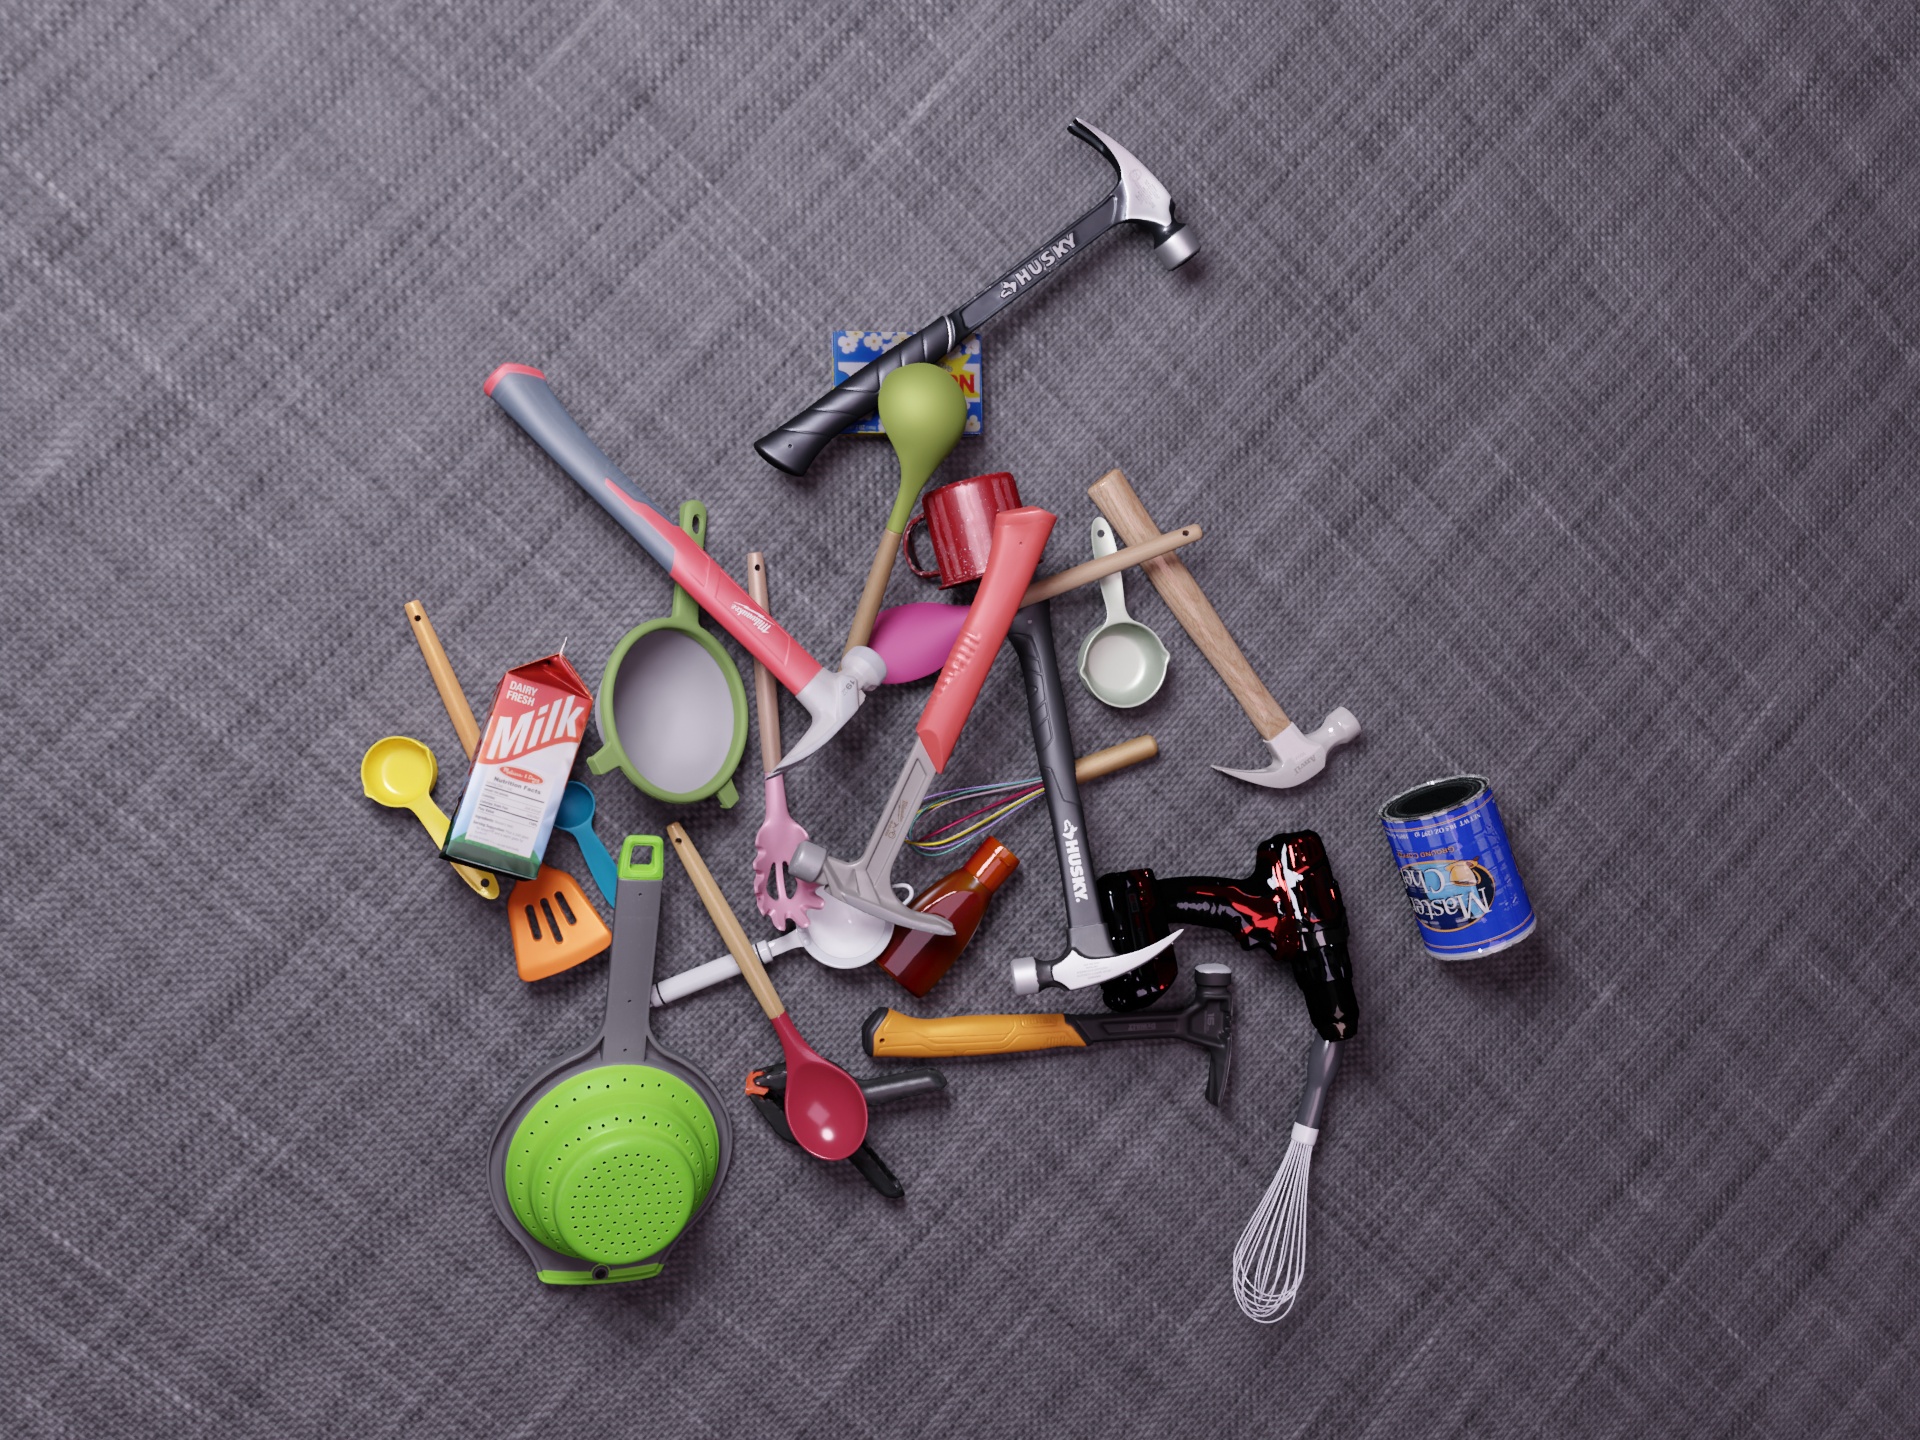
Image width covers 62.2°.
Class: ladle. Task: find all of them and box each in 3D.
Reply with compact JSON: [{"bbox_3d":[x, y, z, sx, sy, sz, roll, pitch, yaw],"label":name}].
[{"bbox_3d":[-0.068,-0.138,1.314,0.078,0.062,0.320,4,117,-35],"label":"ladle"},{"bbox_3d":[-0.167,0.224,1.329,0.069,0.031,0.315,-27,96,3],"label":"ladle"}]

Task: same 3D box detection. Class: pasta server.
[{"bbox_3d":[-0.157,0.016,1.333,0.060,0.040,0.316,-5,90,-21],"label":"pasta server"}]

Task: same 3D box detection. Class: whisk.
[{"bbox_3d":[0.308,0.412,1.465,0.070,0.070,0.284,17,86,-12],"label":"whisk"},{"bbox_3d":[0.063,0.063,1.391,0.245,0.047,0.051,-19,97,-13],"label":"whisk"}]

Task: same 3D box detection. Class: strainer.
[{"bbox_3d":[-0.246,-0.056,1.307,0.151,0.069,0.256,20,67,-48],"label":"strainer"},{"bbox_3d":[-0.160,0.193,1.357,0.258,0.050,0.087,-22,82,-3],"label":"strainer"}]

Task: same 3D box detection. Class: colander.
[{"bbox_3d":[-0.269,0.294,1.285,0.204,0.095,0.397,4,100,-21],"label":"colander"}]

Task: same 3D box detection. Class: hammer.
[{"bbox_3d":[-0.002,-0.004,1.295,0.149,0.037,0.359,24,97,-12],"label":"hammer"},{"bbox_3d":[0.001,-0.335,1.312,0.409,0.036,0.149,-37,99,-7],"label":"hammer"},{"bbox_3d":[0.218,-0.079,1.418,0.130,0.031,0.331,-38,100,-7],"label":"hammer"},{"bbox_3d":[0.080,0.284,1.416,0.336,0.034,0.127,1,93,-12],"label":"hammer"},{"bbox_3d":[0.091,0.057,1.350,0.146,0.035,0.335,-10,78,3],"label":"hammer"},{"bbox_3d":[-0.236,-0.126,1.257,0.386,0.038,0.143,44,55,-6],"label":"hammer"}]

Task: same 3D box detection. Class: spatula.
[{"bbox_3d":[-0.383,0.053,1.299,0.081,0.041,0.322,-23,98,-11],"label":"spatula"}]

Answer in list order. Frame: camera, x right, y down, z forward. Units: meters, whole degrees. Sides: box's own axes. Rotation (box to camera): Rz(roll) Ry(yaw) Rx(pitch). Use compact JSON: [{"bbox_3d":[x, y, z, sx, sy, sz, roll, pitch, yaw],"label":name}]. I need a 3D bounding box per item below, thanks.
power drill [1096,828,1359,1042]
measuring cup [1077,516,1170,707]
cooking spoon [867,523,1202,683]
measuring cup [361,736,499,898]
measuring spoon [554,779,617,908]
[{"bbox_3d":[0.237,0.202,1.396,0.226,0.080,0.188,-8,73,-13],"label":"power drill"},{"bbox_3d":[0.132,-0.094,1.396,0.083,0.038,0.167,-11,95,-11],"label":"measuring cup"},{"bbox_3d":[0.056,-0.107,1.359,0.319,0.017,0.069,-21,74,0],"label":"cooking spoon"},{"bbox_3d":[-0.422,0.080,1.289,0.062,0.029,0.156,-37,93,-2],"label":"measuring cup"},{"bbox_3d":[-0.309,0.106,1.334,0.042,0.021,0.128,-27,108,-10],"label":"measuring spoon"}]
